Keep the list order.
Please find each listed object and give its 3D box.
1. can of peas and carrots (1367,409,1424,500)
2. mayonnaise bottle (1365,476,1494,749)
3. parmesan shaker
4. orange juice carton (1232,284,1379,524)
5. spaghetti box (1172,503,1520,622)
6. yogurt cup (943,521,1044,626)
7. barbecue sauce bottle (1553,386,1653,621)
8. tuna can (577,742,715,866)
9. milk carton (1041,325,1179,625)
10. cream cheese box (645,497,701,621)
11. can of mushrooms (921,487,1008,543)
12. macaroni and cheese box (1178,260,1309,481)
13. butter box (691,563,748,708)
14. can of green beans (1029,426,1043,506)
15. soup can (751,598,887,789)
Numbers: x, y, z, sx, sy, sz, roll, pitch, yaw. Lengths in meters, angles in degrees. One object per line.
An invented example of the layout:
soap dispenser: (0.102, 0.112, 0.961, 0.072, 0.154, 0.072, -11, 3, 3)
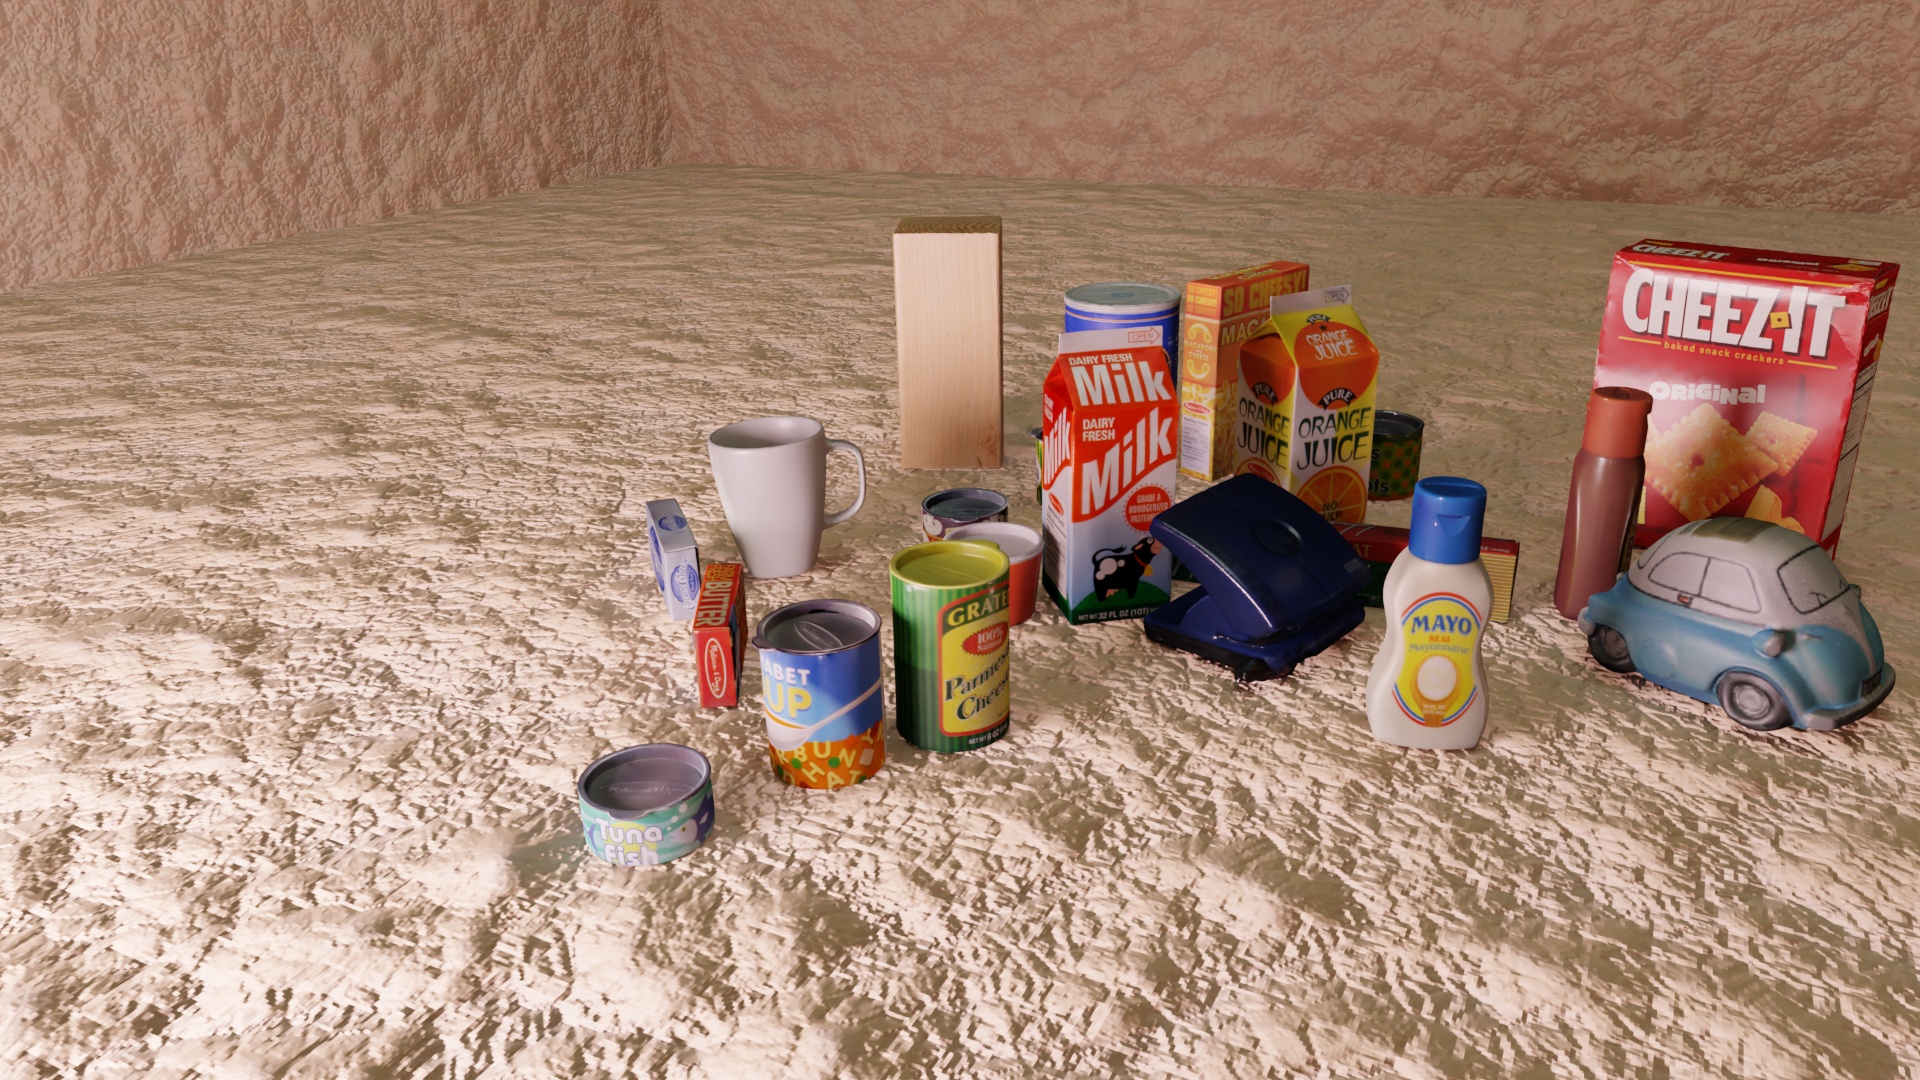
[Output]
can of peas and carrots: (0.340, -0.069, 1.132, 0.071, 0.058, 0.071, -1, 22, 1)
mayonnaise bottle: (0.257, 0.040, 0.750, 0.065, 0.147, 0.041, 2, 22, 10)
parmesan shaker: (-0.003, 0.058, 0.782, 0.071, 0.102, 0.071, -1, 22, 1)
orange juice carton: (0.247, -0.086, 1.002, 0.072, 0.191, 0.073, -11, 23, -21)
spaghetti box: (0.246, 0.013, 0.948, 0.250, 0.050, 0.029, 7, 23, 20)
yogurt cup: (0.022, 0.023, 0.931, 0.072, 0.053, 0.073, -1, 22, 1)
barbecue sauce bottle: (0.416, -0.024, 0.897, 0.043, 0.148, 0.065, 8, 24, 23)
tuna can: (-0.158, 0.134, 0.700, 0.071, 0.032, 0.071, -1, 22, 1)
milk carton: (0.097, -0.047, 0.918, 0.072, 0.189, 0.073, -6, 22, -11)
cream cheese box: (-0.201, 0.012, 0.974, 0.024, 0.053, 0.104, -9, 23, -17)
can of mushrooms: (0.004, -0.013, 1.049, 0.071, 0.033, 0.071, -1, 22, 1)
macaroni and cheese box: (0.242, -0.147, 1.188, 0.124, 0.165, 0.040, -20, 28, -38)
butter box: (-0.148, 0.057, 0.862, 0.024, 0.053, 0.104, -3, 22, -4)
can of green beans: (0.094, -0.060, 1.126, 0.071, 0.057, 0.071, -1, 22, 1)
soup can: (-0.076, 0.083, 0.751, 0.071, 0.083, 0.071, -1, 22, 1)
